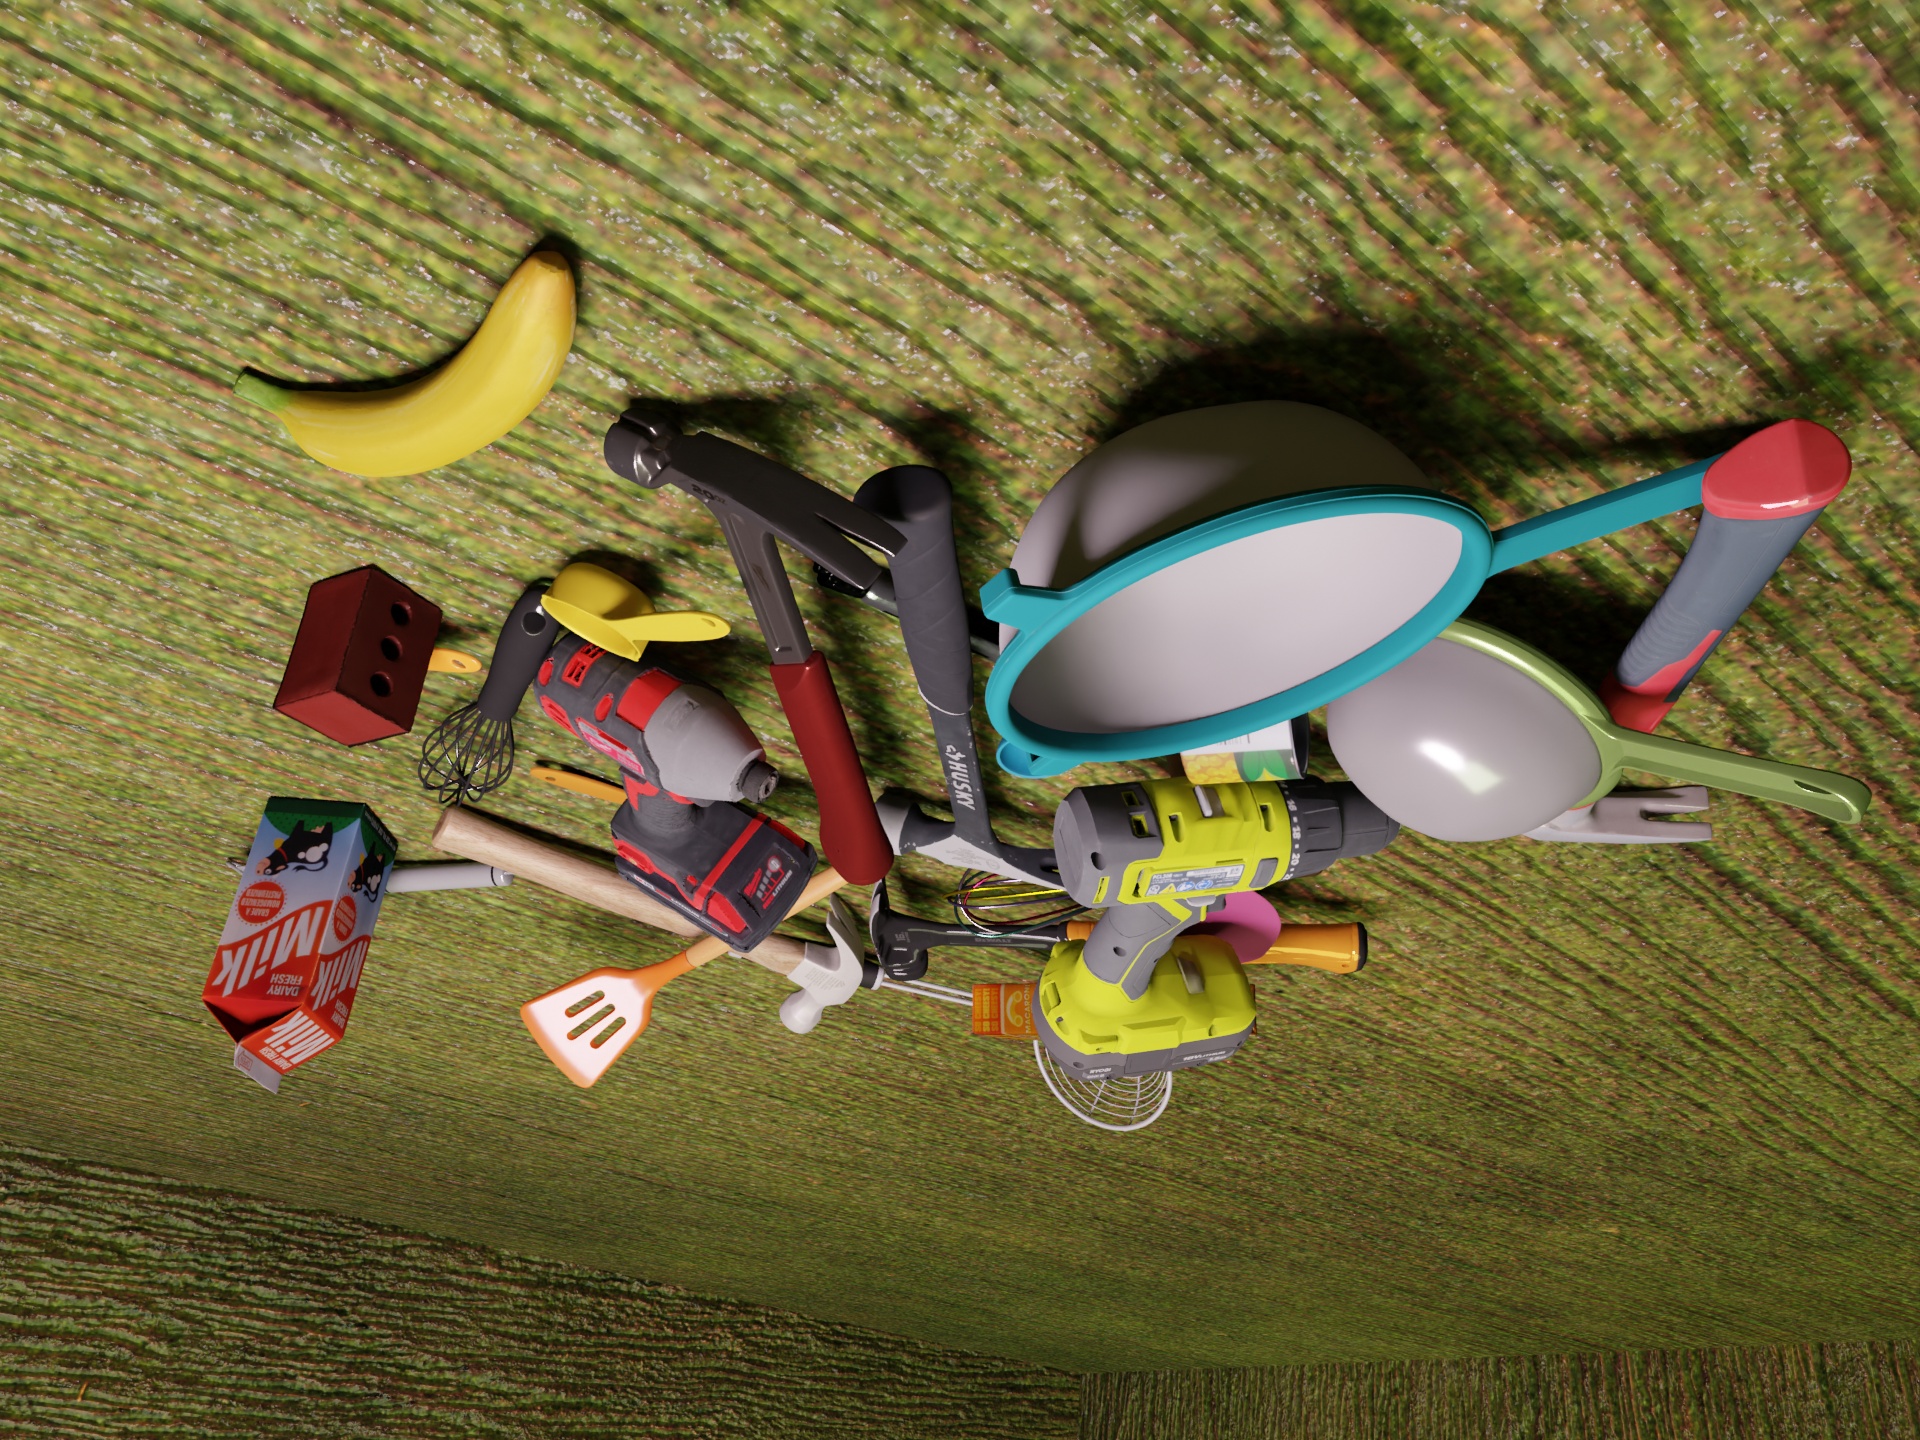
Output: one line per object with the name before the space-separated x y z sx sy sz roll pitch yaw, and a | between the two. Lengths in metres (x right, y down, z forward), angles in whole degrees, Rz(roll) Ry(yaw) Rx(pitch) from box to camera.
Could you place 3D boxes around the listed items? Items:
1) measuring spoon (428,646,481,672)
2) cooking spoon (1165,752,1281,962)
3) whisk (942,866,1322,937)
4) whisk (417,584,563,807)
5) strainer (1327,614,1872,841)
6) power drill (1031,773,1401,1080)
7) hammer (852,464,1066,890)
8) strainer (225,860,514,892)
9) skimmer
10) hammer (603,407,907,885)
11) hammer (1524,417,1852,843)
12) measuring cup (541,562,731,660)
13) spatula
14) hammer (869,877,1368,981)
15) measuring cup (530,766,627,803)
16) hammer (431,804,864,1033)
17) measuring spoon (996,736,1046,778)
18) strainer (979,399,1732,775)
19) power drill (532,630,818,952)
measuring spoon | -0.311 -0.032 0.890 0.117 0.011 0.021 3 146 32
cooking spoon | 0.141 0.063 0.938 0.069 0.017 0.318 -13 139 9
whisk | 0.110 0.103 1.017 0.245 0.051 0.047 -6 138 2
whisk | -0.268 -0.012 0.913 0.055 0.055 0.239 18 145 -20
strainer | 0.270 0.027 0.733 0.256 0.069 0.151 16 153 45
power drill | 0.139 0.113 0.923 0.190 0.080 0.228 -5 140 -14
hammer | -0.001 -0.003 0.830 0.149 0.036 0.408 15 156 12
strainer | -0.441 0.122 1.195 0.258 0.050 0.086 -5 165 13
skimmer | -0.008 0.237 1.262 0.363 0.090 0.127 16 122 -13
hammer | -0.069 -0.006 0.805 0.149 0.037 0.358 29 156 24
hammer | 0.337 -0.019 0.744 0.143 0.038 0.386 2 157 6
measuring cup | -0.150 -0.056 0.773 0.062 0.029 0.156 38 158 -34
spatula | -0.176 0.164 1.131 0.322 0.041 0.081 -31 101 24
hammer | 0.106 0.145 1.084 0.337 0.034 0.127 1 148 7
measuring cup | -0.208 0.079 1.052 0.173 0.052 0.095 23 147 -31
hammer | -0.218 0.134 1.153 0.331 0.031 0.130 25 128 -22
measuring spoon | 0.069 -0.006 0.888 0.042 0.021 0.128 27 136 -29
strainer | 0.163 -0.088 0.659 0.340 0.095 0.210 -18 157 1
power drill | -0.153 0.043 0.912 0.143 0.078 0.219 28 155 19
